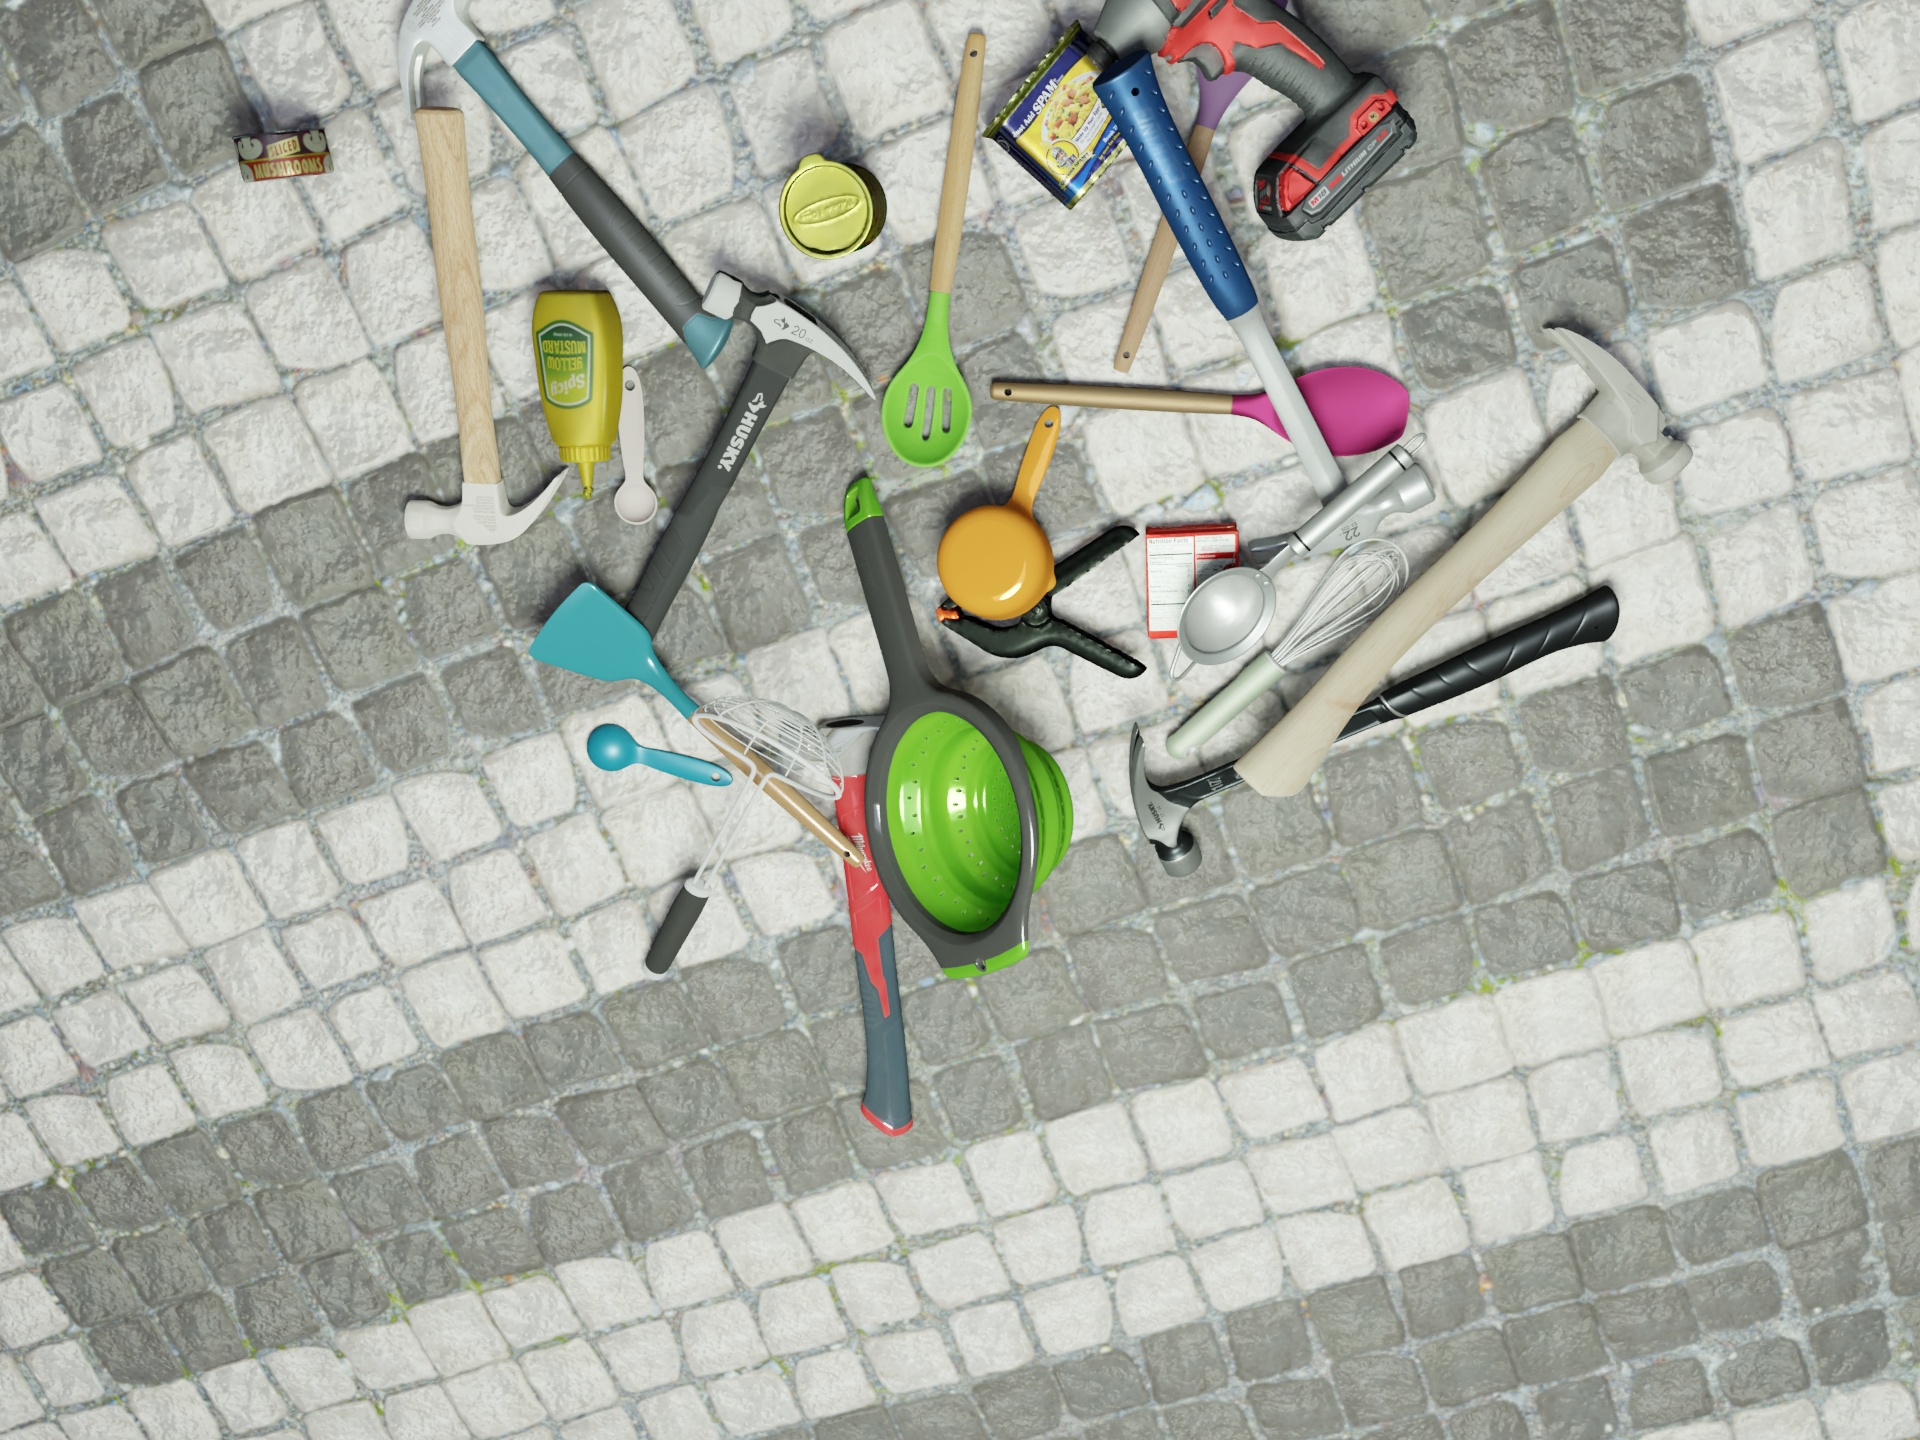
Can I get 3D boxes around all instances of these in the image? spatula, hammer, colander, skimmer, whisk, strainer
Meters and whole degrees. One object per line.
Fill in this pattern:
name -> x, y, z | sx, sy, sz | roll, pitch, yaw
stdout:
spatula -> -0.201, 0.016, 1.289 | 0.317, 0.044, 0.082 | 42, 107, -5
hammer -> -0.377, -0.294, 1.221 | 0.130, 0.031, 0.331 | 2, 116, 1
colander -> -0.002, -0.004, 1.247 | 0.204, 0.094, 0.397 | -27, 76, 50
hammer -> -0.061, 0.183, 1.372 | 0.143, 0.038, 0.386 | -5, 108, 4
skimmer -> -0.202, 0.114, 1.280 | 0.127, 0.090, 0.363 | 29, 126, -5
whisk -> 0.256, -0.053, 1.268 | 0.246, 0.057, 0.059 | -43, 66, 19
hammer -> 0.201, -0.282, 1.141 | 0.144, 0.035, 0.405 | -27, 121, 15
hammer -> -0.195, -0.175, 1.252 | 0.146, 0.035, 0.334 | 22, 115, -22
strainer -> 0.249, -0.128, 1.203 | 0.258, 0.050, 0.086 | -41, 132, 15
hammer -> 0.355, -0.106, 1.197 | 0.146, 0.038, 0.410 | 44, 94, -11
hammer -> 0.324, -0.009, 1.265 | 0.409, 0.036, 0.149 | -25, 125, 9
spatula -> 0.168, -0.409, 1.165 | 0.060, 0.018, 0.315 | 18, 108, 1
hammer -> -0.288, -0.407, 1.194 | 0.128, 0.033, 0.331 | -38, 102, 14

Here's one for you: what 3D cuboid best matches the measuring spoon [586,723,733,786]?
measuring spoon -> -0.256, 0.037, 1.346 | 0.128, 0.021, 0.042 | 15, 109, 1

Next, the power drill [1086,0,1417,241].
power drill -> 0.197, -0.444, 1.096 | 0.143, 0.079, 0.219 | -43, 110, 10

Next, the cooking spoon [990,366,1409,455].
cooking spoon -> 0.182, -0.244, 1.219 | 0.319, 0.017, 0.068 | 4, 113, 3

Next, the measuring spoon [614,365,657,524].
measuring spoon -> -0.260, -0.219, 1.268 | 0.034, 0.018, 0.124 | -1, 102, 0

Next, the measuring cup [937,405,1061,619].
measuring cup -> 0.039, -0.162, 1.225 | 0.095, 0.052, 0.173 | 21, 97, 12

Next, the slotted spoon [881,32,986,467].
slotted spoon -> -0.009, -0.348, 1.195 | 0.070, 0.031, 0.313 | 10, 107, 3
